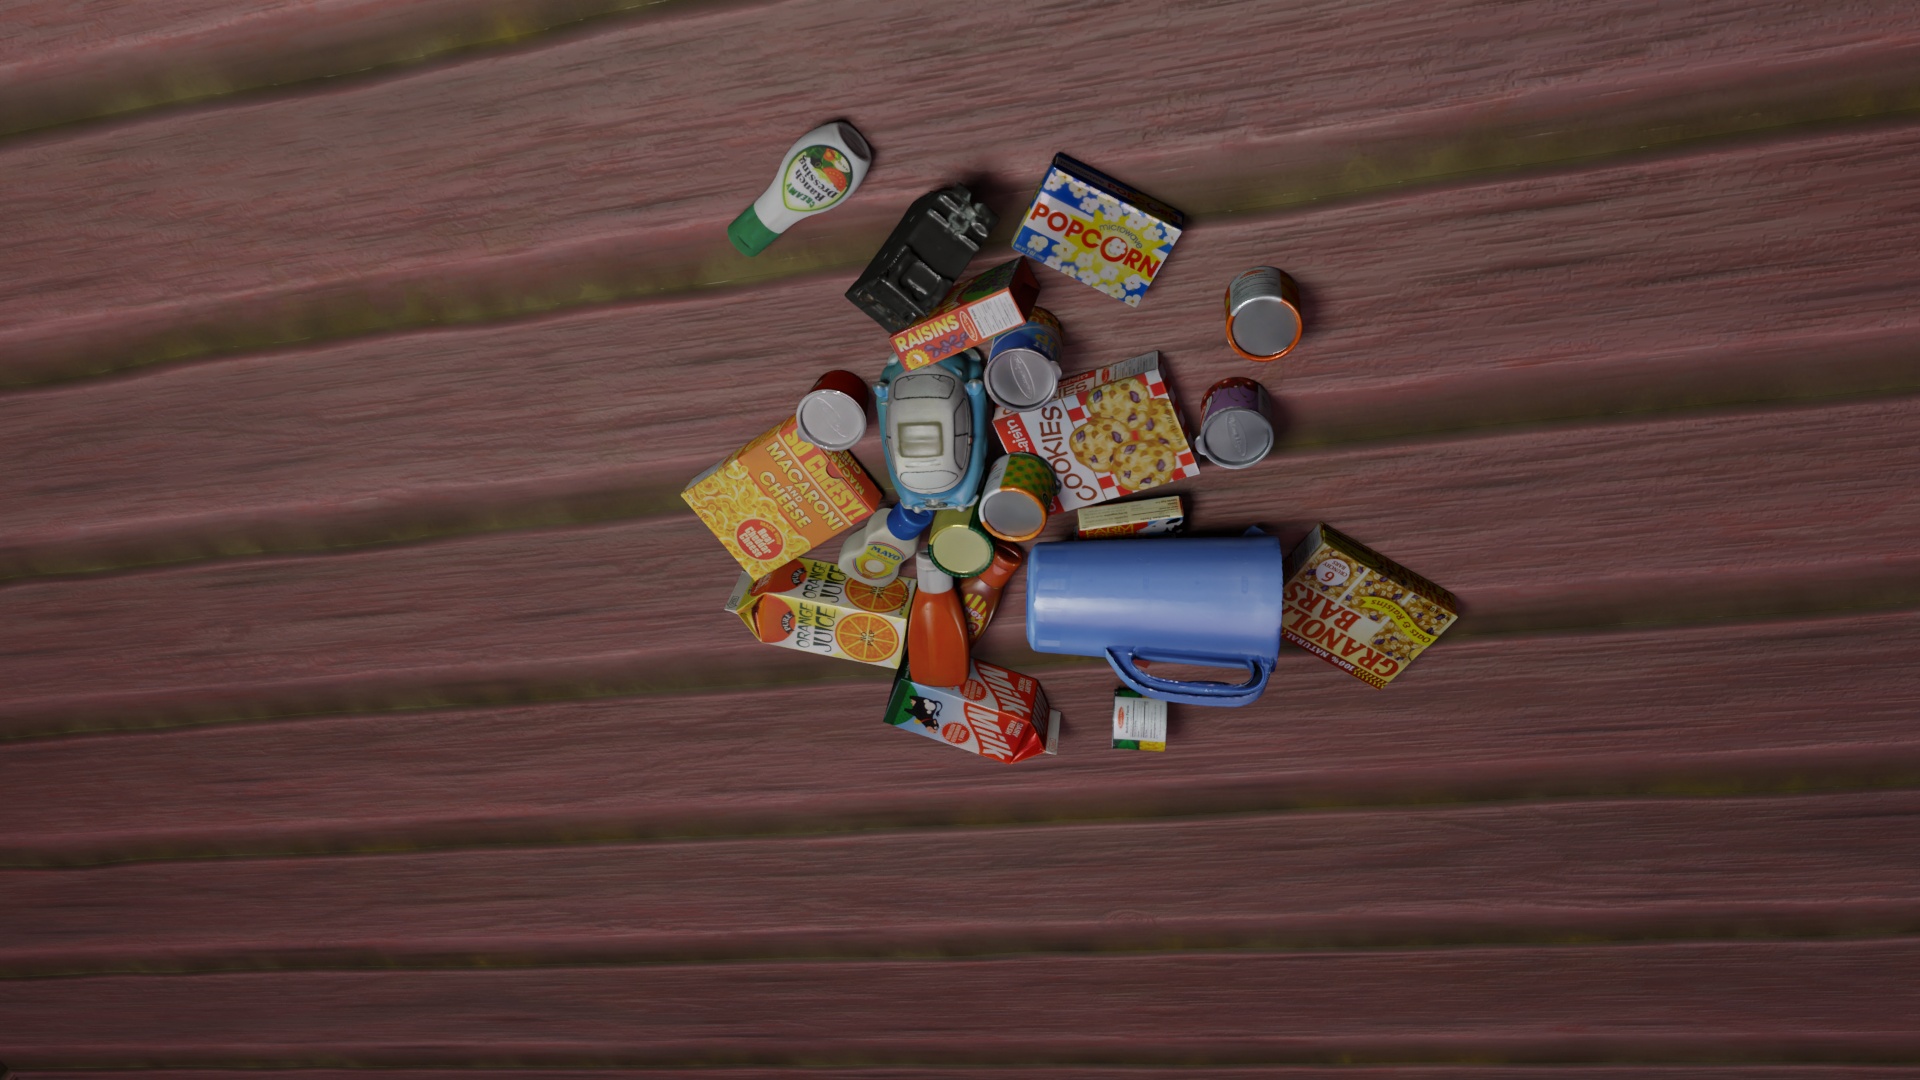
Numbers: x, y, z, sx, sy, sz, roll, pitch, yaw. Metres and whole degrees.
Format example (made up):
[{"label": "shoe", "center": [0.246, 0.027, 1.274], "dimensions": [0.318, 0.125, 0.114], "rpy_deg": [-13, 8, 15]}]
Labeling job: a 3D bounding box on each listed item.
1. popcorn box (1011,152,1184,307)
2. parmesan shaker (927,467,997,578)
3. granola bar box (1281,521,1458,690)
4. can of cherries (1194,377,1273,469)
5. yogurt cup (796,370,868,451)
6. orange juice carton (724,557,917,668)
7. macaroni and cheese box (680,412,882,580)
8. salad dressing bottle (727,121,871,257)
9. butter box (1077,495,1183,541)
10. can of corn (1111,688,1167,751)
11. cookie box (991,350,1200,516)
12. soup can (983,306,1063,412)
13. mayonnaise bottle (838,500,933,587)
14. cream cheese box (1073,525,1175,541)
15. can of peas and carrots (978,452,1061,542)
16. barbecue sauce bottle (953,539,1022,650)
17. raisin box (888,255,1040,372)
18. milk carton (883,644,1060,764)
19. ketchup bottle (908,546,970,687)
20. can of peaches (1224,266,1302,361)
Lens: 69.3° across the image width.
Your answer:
[{"label": "popcorn box", "center": [0.119, -0.269, 1.208], "dimensions": [0.127, 0.038, 0.084], "rpy_deg": [24, 126, -8]}, {"label": "parmesan shaker", "center": [0.005, -0.017, 1.372], "dimensions": [0.071, 0.103, 0.071], "rpy_deg": [5, 127, 6]}, {"label": "granola bar box", "center": [0.397, 0.070, 1.409], "dimensions": [0.165, 0.039, 0.123], "rpy_deg": [28, 126, -10]}, {"label": "can of cherries", "center": [0.253, -0.110, 1.290], "dimensions": [0.071, 0.059, 0.071], "rpy_deg": [5, 128, 6]}, {"label": "yogurt cup", "center": [-0.120, -0.128, 1.343], "dimensions": [0.072, 0.054, 0.072], "rpy_deg": [5, 127, 6]}, {"label": "orange juice carton", "center": [-0.149, 0.071, 1.484], "dimensions": [0.193, 0.072, 0.072], "rpy_deg": [11, 126, 1]}, {"label": "macaroni and cheese box", "center": [-0.183, -0.045, 1.417], "dimensions": [0.166, 0.040, 0.123], "rpy_deg": [-29, 111, 27]}, {"label": "salad dressing bottle", "center": [-0.144, -0.306, 1.223], "dimensions": [0.147, 0.044, 0.064], "rpy_deg": [-33, 116, 29]}, {"label": "butter box", "center": [0.167, -0.019, 1.370], "dimensions": [0.103, 0.024, 0.053], "rpy_deg": [-8, 161, 5]}, {"label": "can of corn", "center": [0.196, 0.197, 1.523], "dimensions": [0.058, 0.071, 0.070], "rpy_deg": [2, 126, 8]}, {"label": "cookie box", "center": [0.130, -0.099, 1.331], "dimensions": [0.167, 0.040, 0.122], "rpy_deg": [-16, 122, 19]}, {"label": "soup can", "center": [0.062, -0.167, 1.265], "dimensions": [0.071, 0.084, 0.071], "rpy_deg": [5, 127, 6]}, {"label": "mayonnaise bottle", "center": [-0.072, -0.001, 1.407], "dimensions": [0.065, 0.041, 0.147], "rpy_deg": [24, 148, -14]}, {"label": "cream cheese box", "center": [0.167, 0.013, 1.416], "dimensions": [0.104, 0.024, 0.053], "rpy_deg": [1, 125, 9]}, {"label": "can of peas and carrots", "center": [0.057, -0.040, 1.322], "dimensions": [0.071, 0.059, 0.070], "rpy_deg": [7, 130, 9]}, {"label": "barbecue sauce bottle", "center": [0.014, 0.060, 1.465], "dimensions": [0.065, 0.044, 0.147], "rpy_deg": [30, 125, -9]}, {"label": "raisin box", "center": [0.004, -0.203, 1.247], "dimensions": [0.123, 0.086, 0.040], "rpy_deg": [-19, 115, 22]}, {"label": "milk carton", "center": [0.019, 0.184, 1.537], "dimensions": [0.191, 0.073, 0.073], "rpy_deg": [19, 127, -4]}, {"label": "ketchup bottle", "center": [-0.024, 0.079, 1.436], "dimensions": [0.065, 0.044, 0.148], "rpy_deg": [3, 116, 11]}, {"label": "can of peaches", "center": [0.268, -0.197, 1.223], "dimensions": [0.071, 0.058, 0.071], "rpy_deg": [5, 126, 7]}]
